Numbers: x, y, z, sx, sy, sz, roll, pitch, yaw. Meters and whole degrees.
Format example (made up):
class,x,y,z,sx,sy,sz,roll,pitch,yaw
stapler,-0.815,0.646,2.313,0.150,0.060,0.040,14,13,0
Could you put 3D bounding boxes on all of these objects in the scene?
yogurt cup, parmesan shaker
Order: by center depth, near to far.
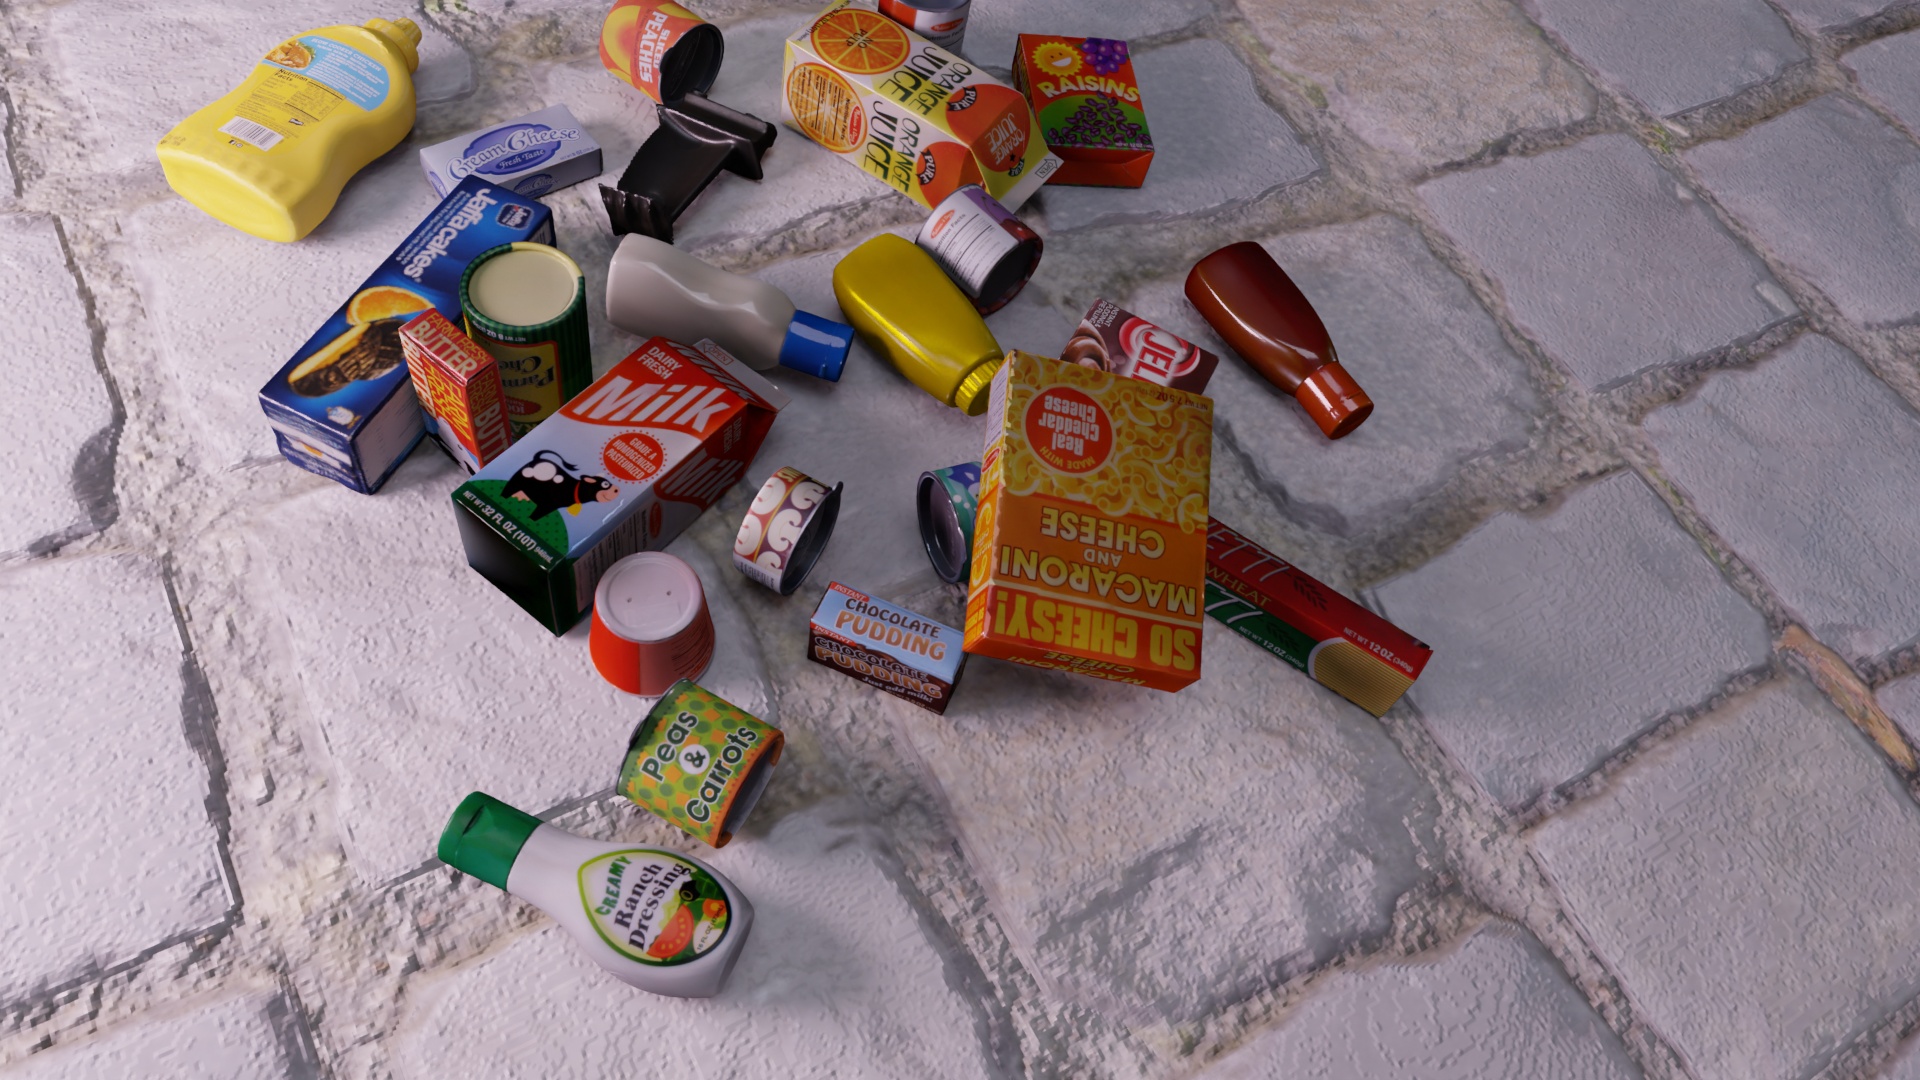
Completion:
class,x,y,z,sx,sy,sz,roll,pitch,yaw
yogurt cup,-0.163,0.042,0.733,0.072,0.053,0.073,5,58,-8
parmesan shaker,-0.246,-0.111,0.787,0.071,0.102,0.071,5,57,-8

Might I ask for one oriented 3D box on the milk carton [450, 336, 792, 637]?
class,x,y,z,sx,sy,sz,roll,pitch,yaw
milk carton,-0.181,-0.044,0.773,0.072,0.073,0.191,36,58,13

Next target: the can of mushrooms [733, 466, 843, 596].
class,x,y,z,sx,sy,sz,roll,pitch,yaw
can of mushrooms,-0.095,-0.008,0.770,0.033,0.070,0.071,27,56,8

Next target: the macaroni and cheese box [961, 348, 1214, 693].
class,x,y,z,sx,sy,sz,roll,pitch,yaw
macaroni and cheese box,0.072,-0.010,0.756,0.124,0.040,0.167,12,67,-13

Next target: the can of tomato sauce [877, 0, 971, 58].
class,x,y,z,sx,sy,sz,roll,pitch,yaw
can of tomato sauce,-0.030,-0.373,1.012,0.071,0.082,0.071,5,57,-8

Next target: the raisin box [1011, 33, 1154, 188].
class,x,y,z,sx,sy,sz,roll,pitch,yaw
raisin box,0.088,-0.319,1.026,0.086,0.039,0.124,0,57,-10

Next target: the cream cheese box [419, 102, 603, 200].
class,x,y,z,sx,sy,sz,roll,pitch,yaw
cream cheese box,-0.295,-0.249,0.915,0.104,0.024,0.053,-30,66,-27

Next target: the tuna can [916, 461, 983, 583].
class,x,y,z,sx,sy,sz,roll,pitch,yaw
tuna can,0.003,-0.010,0.790,0.033,0.070,0.071,-14,61,-20

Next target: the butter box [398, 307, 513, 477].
class,x,y,z,sx,sy,sz,roll,pitch,yaw
butter box,-0.272,-0.075,0.758,0.053,0.103,0.024,39,60,13

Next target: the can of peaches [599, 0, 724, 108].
class,x,y,z,sx,sy,sz,roll,pitch,yaw
can of peaches,-0.209,-0.342,0.965,0.058,0.071,0.071,35,58,13

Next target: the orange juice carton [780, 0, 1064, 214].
class,x,y,z,sx,sy,sz,roll,pitch,yaw
orange juice carton,-0.026,-0.291,0.965,0.193,0.072,0.072,33,57,10

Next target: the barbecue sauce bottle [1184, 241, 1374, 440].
class,x,y,z,sx,sy,sz,roll,pitch,yaw
barbecue sauce bottle,0.216,-0.133,0.928,0.065,0.043,0.149,-24,65,-24

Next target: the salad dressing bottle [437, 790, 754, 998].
class,x,y,z,sx,sy,sz,roll,pitch,yaw
salad dressing bottle,-0.173,0.165,0.657,0.148,0.043,0.064,23,55,4

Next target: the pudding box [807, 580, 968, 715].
class,x,y,z,sx,sy,sz,roll,pitch,yaw
pudding box,-0.039,0.058,0.749,0.084,0.049,0.030,23,58,4

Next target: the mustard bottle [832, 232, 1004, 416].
class,x,y,z,sx,sy,sz,roll,pitch,yaw
mustard bottle,-0.014,-0.124,0.873,0.065,0.048,0.160,-36,70,-17

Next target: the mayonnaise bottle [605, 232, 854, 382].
class,x,y,z,sx,sy,sz,roll,pitch,yaw
mayonnaise bottle,-0.140,-0.137,0.852,0.148,0.064,0.041,18,52,-4

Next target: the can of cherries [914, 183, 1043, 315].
class,x,y,z,sx,sy,sz,roll,pitch,yaw
can of cherries,0.013,-0.190,0.913,0.058,0.071,0.072,42,60,16

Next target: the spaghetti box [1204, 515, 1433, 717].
class,x,y,z,sx,sy,sz,roll,pitch,yaw
spaghetti box,0.151,0.018,0.813,0.250,0.050,0.029,32,56,10

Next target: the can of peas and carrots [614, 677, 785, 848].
class,x,y,z,sx,sy,sz,roll,pitch,yaw
can of peas and carrots,-0.128,0.110,0.686,0.059,0.070,0.071,27,57,6
